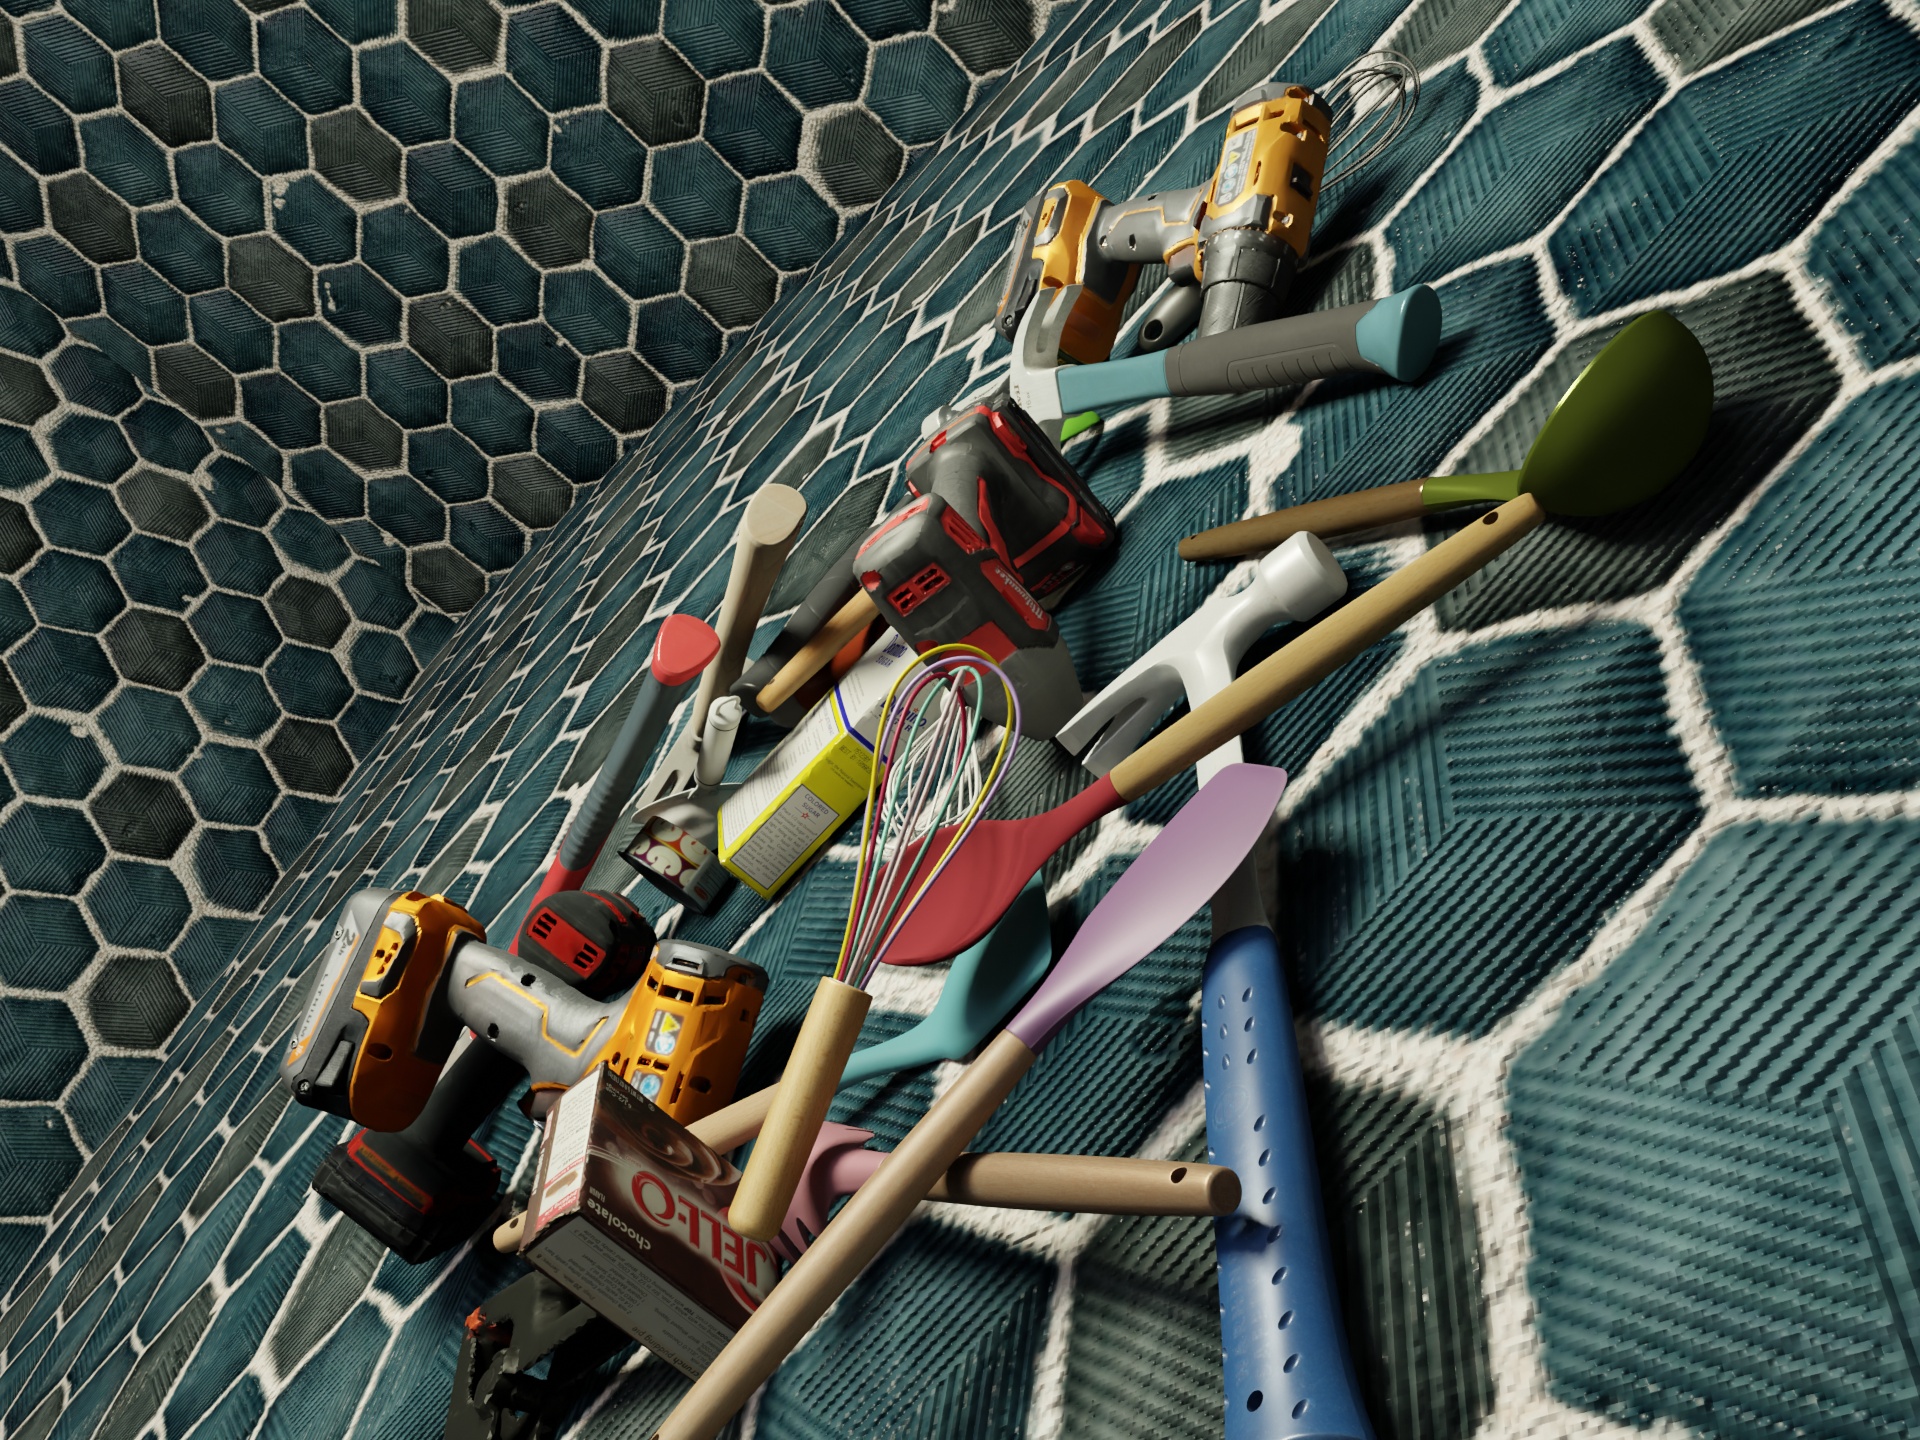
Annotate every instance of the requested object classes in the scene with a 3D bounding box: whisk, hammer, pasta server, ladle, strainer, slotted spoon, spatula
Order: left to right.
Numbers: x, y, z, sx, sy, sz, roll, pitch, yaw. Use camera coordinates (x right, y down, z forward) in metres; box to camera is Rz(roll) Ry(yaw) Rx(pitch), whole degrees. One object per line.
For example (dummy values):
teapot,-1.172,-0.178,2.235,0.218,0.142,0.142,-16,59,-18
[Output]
hammer,-0.249,0.088,1.043,0.386,0.038,0.143,-58,3,24
strainer,-0.165,0.040,1.031,0.087,0.050,0.258,-12,-20,-19
hammer,-0.159,-0.042,1.070,0.146,0.038,0.410,-62,4,-22
spatula,-0.088,0.163,0.707,0.317,0.044,0.082,-29,29,14
whisk,-0.040,0.082,0.626,0.051,0.047,0.245,11,75,47
hammer,-0.048,-0.139,1.129,0.149,0.036,0.409,-27,22,44
slotted spoon,-0.020,-0.113,1.028,0.314,0.031,0.070,-46,22,-22
pasta server,-0.004,0.165,0.562,0.316,0.040,0.060,-23,33,56
whisk,-0.001,-0.003,0.866,0.058,0.059,0.246,-24,26,25
spatula,0.004,0.128,0.531,0.316,0.018,0.060,-47,18,-13
ladle,0.081,0.010,0.606,0.315,0.031,0.069,-36,36,25
hammer,0.130,-0.194,0.882,0.033,0.128,0.331,-17,13,-31
hammer,0.093,0.076,0.556,0.144,0.035,0.406,-38,24,26
whisk,0.199,-0.330,1.028,0.239,0.055,0.055,-45,21,22
ladle,0.176,-0.102,0.670,0.078,0.062,0.320,-37,13,-21

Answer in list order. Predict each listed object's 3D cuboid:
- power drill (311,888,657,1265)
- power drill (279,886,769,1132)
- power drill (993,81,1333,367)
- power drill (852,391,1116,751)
power drill,-0.266,0.201,0.962,0.227,0.080,0.188,-54,-5,-7
power drill,-0.223,0.179,0.807,0.226,0.084,0.164,10,70,18
power drill,0.123,-0.279,0.998,0.226,0.084,0.185,-5,66,50
power drill,0.021,-0.078,0.835,0.078,0.143,0.220,-35,18,23
